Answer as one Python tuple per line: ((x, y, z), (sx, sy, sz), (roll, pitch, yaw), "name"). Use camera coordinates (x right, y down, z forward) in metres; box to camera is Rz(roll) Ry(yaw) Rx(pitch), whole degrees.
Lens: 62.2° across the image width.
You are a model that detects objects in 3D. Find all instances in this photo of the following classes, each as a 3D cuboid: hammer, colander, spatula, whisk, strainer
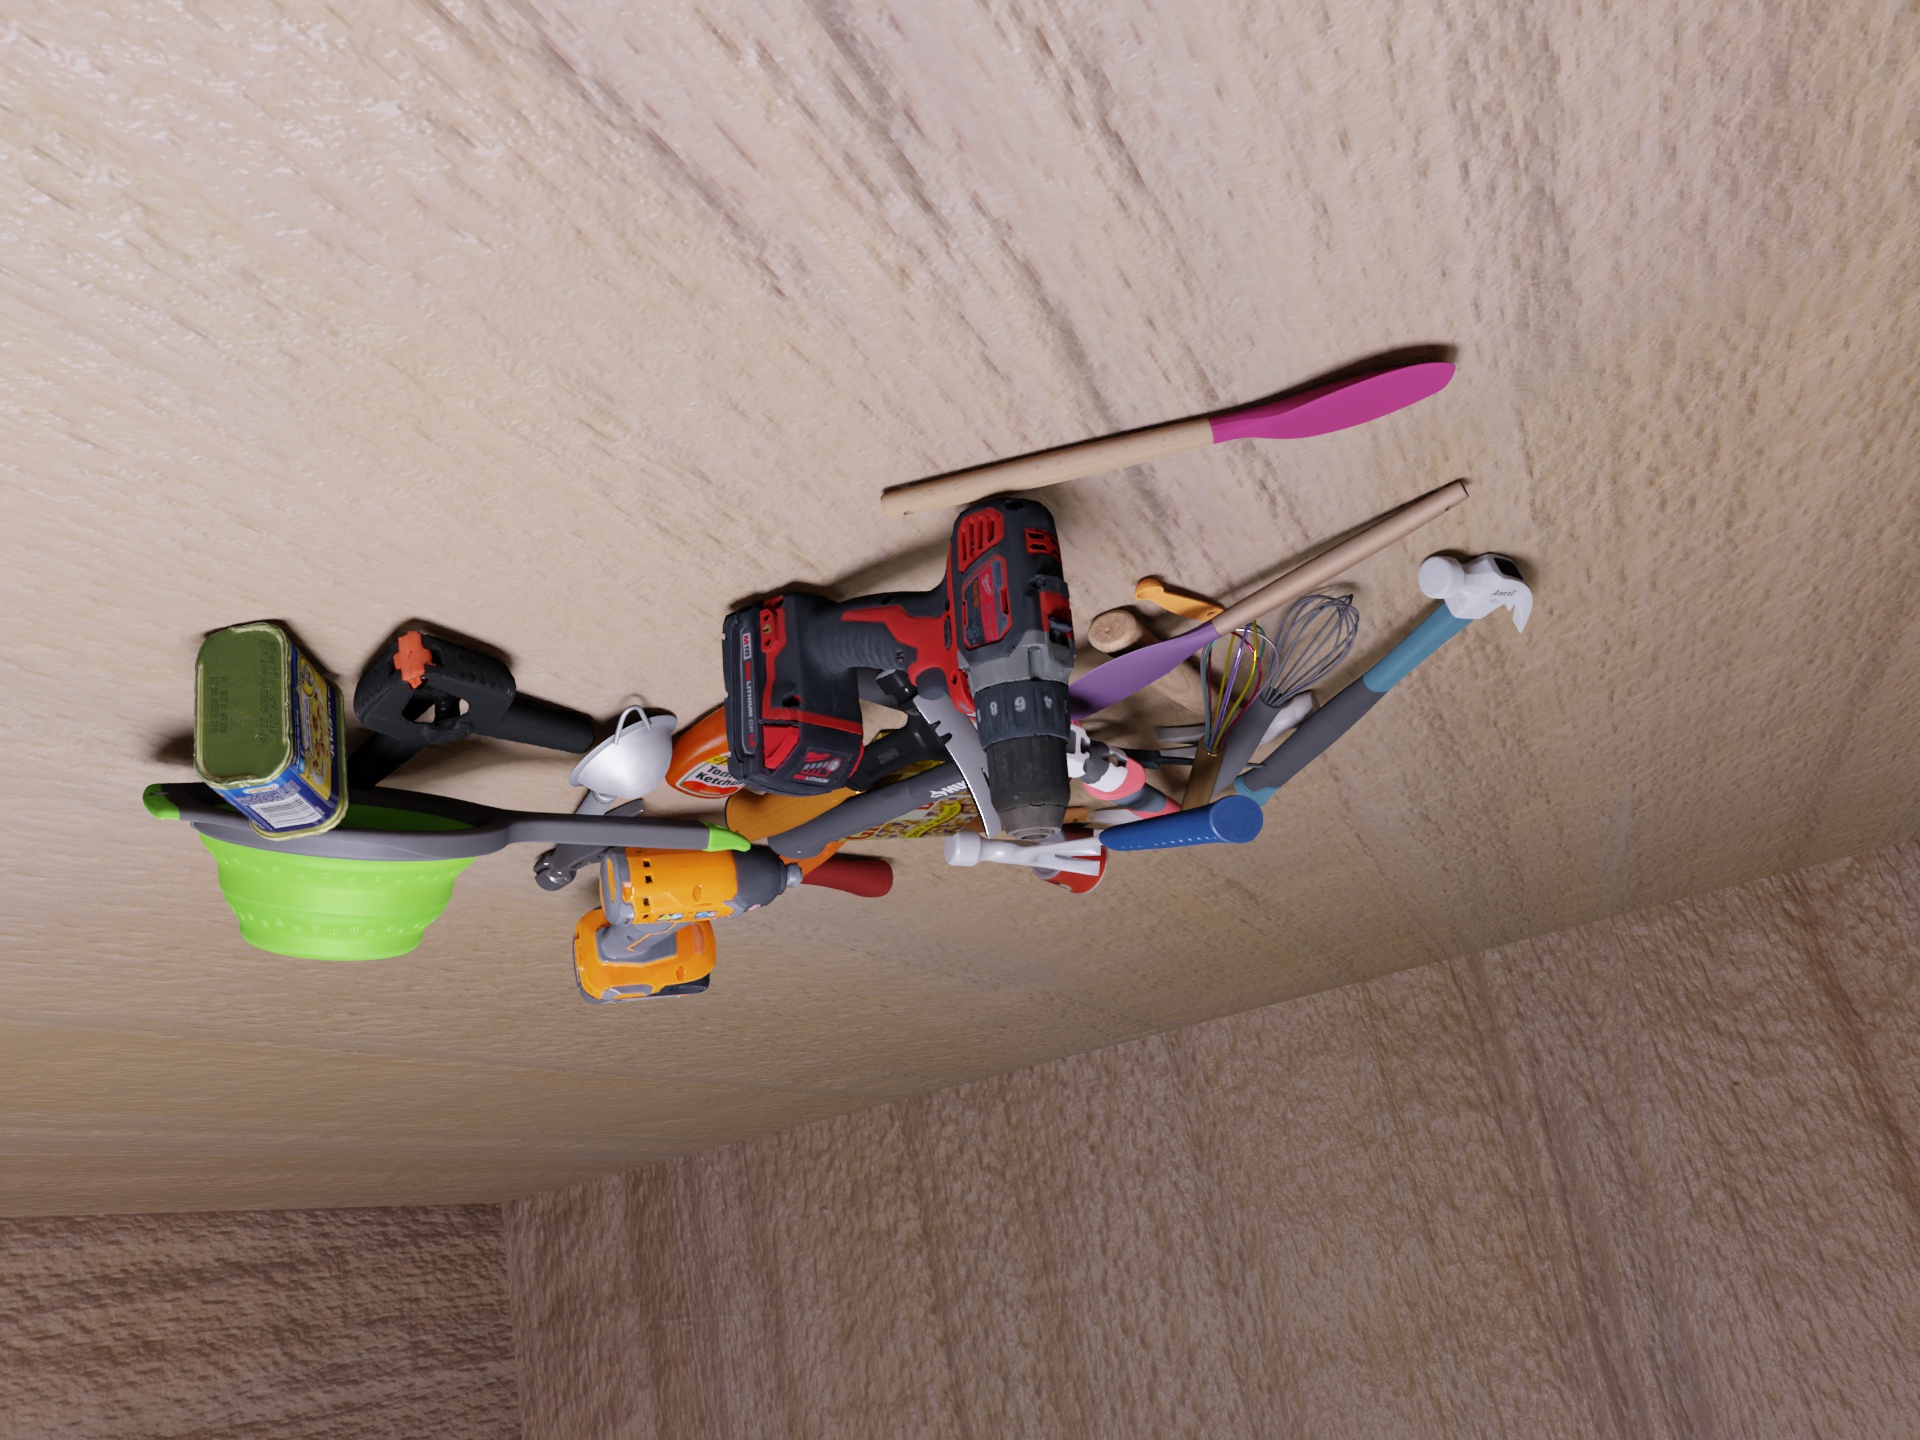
((0.318, -0.023, 1.253), (0.128, 0.033, 0.331), (-1, 149, -31), "hammer")
((0.145, 0.071, 1.362), (0.143, 0.038, 0.386), (-3, 170, 17), "hammer")
((-0.083, 0.050, 1.129), (0.034, 0.127, 0.337), (-38, -173, -33), "hammer")
((-0.331, 0.106, 1.068), (0.396, 0.094, 0.205), (6, -176, -31), "colander")
((-0.191, 0.126, 1.426), (0.149, 0.037, 0.358), (-28, 154, 37), "hammer")
((-0.022, 0.106, 1.457), (0.322, 0.041, 0.081), (-4, 141, -25), "spatula")
((0.176, -0.024, 1.234), (0.130, 0.031, 0.331), (-21, 158, 22), "hammer")
((0.193, 0.007, 1.194), (0.051, 0.047, 0.244), (-25, 147, -22), "whisk")
((0.124, 0.095, 1.282), (0.144, 0.035, 0.405), (6, 170, -20), "hammer")
((0.194, -0.076, 1.072), (0.316, 0.018, 0.059), (-29, 150, 24), "spatula")
((-0.002, -0.004, 1.158), (0.073, 0.073, 0.295), (-26, 149, 34), "whisk")
((-0.258, 0.050, 1.175), (0.087, 0.050, 0.258), (-28, 175, -29), "strainer")
((-0.043, 0.054, 1.188), (0.146, 0.035, 0.335), (21, 152, -35), "hammer")
((0.235, -0.014, 1.203), (0.055, 0.055, 0.238), (-3, 144, -23), "whisk")

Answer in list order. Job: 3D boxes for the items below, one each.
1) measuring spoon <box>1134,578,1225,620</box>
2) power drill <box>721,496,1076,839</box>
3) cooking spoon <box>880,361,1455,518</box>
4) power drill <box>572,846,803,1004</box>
((0.153, -0.083, 1.098), (0.021, 0.011, 0.116), (-25, 159, 31), "measuring spoon")
((-0.030, -0.011, 0.916), (0.227, 0.188, 0.080), (-16, 162, 36), "power drill")
((0.112, -0.153, 0.871), (0.319, 0.017, 0.068), (-13, 168, 3), "cooking spoon")
((-0.236, 0.167, 1.350), (0.164, 0.084, 0.226), (-1, 153, -25), "power drill")
